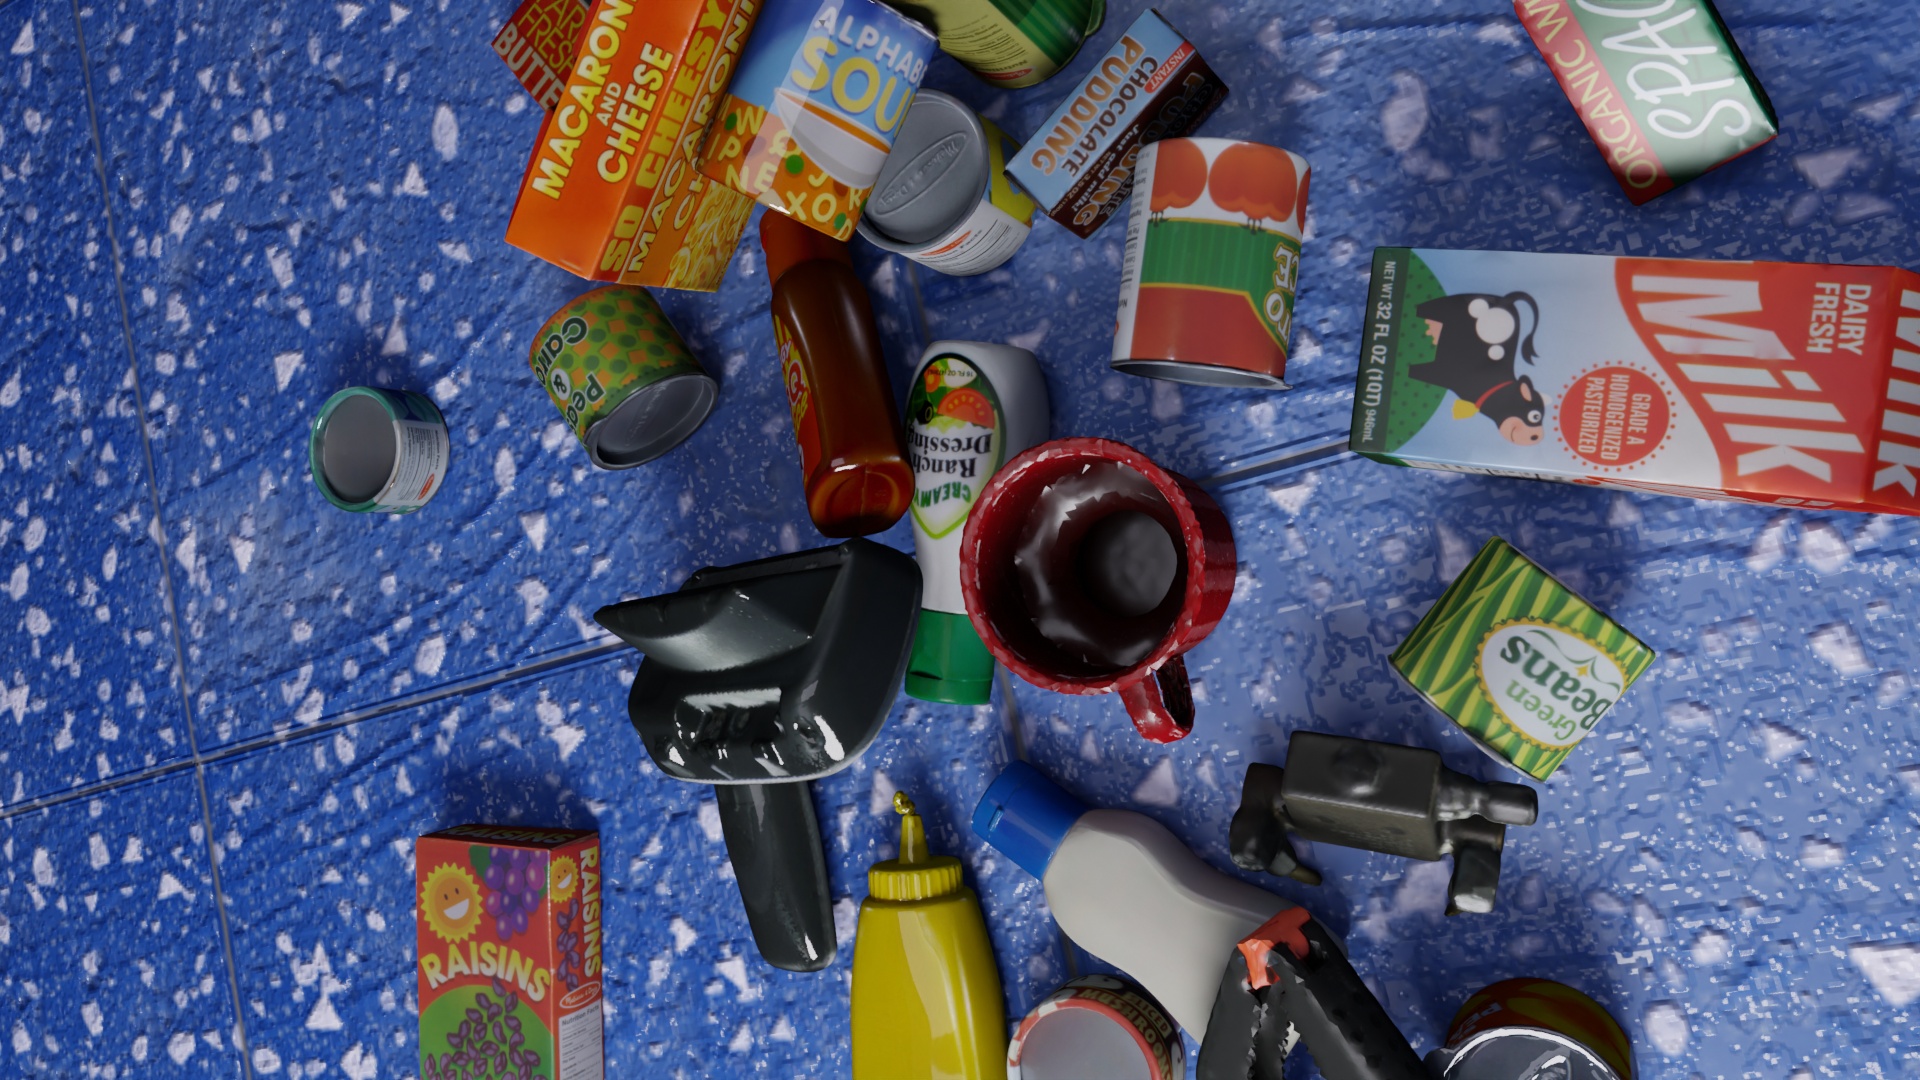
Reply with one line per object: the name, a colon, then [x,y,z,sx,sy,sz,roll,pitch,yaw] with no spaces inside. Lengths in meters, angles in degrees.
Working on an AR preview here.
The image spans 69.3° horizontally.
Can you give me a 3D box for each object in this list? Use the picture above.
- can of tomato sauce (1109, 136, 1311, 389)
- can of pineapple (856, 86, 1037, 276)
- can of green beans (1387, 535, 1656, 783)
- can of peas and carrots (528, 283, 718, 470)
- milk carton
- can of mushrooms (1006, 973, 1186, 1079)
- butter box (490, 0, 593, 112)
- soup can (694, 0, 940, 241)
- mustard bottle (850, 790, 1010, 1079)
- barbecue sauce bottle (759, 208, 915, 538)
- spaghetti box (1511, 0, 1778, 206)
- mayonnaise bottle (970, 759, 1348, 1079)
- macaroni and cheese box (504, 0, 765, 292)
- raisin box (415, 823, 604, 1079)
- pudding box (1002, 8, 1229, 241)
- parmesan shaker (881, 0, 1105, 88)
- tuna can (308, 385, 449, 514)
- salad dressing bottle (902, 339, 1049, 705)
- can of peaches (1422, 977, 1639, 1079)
can of tomato sauce: [0.096,-0.103,0.525,0.071,0.071,0.083,8,92,24]
can of pineapple: [-0.008,-0.148,0.576,0.071,0.058,0.071,0,89,24]
can of green beans: [0.192,0.040,0.479,0.071,0.071,0.057,41,105,19]
can of peas and carrots: [-0.156,-0.074,0.634,0.071,0.071,0.059,-42,73,18]
milk carton: [0.234,-0.052,0.458,0.190,0.073,0.072,9,93,24]
can of mushrooms: [0.056,0.209,0.555,0.071,0.033,0.071,0,89,25]
butter box: [-0.179,-0.224,0.672,0.053,0.024,0.103,-45,73,16]
soup can: [-0.053,-0.164,0.526,0.071,0.071,0.083,29,101,22]
mustard bottle: [-0.014,0.184,0.578,0.065,0.049,0.160,-6,86,24]
barbecue sauce bottle: [-0.055,-0.078,0.584,0.044,0.064,0.149,-8,62,-12]
spaghetti box: [0.182,-0.224,0.449,0.050,0.029,0.249,-28,103,38]
mayonnaise bottle: [0.073,0.141,0.545,0.148,0.041,0.064,33,109,22]
macaroni and cheese box: [-0.114,-0.165,0.563,0.040,0.167,0.123,26,100,2]
raisin box: [-0.218,0.203,0.674,0.086,0.040,0.123,-2,90,25]
pudding box: [0.062,-0.162,0.550,0.083,0.050,0.030,-45,71,16]
parmesan shaker: [0.008,-0.226,0.546,0.071,0.103,0.071,0,89,24]
tuna can: [-0.303,-0.047,0.720,0.071,0.033,0.071,0,89,24]
salad dressing bottle: [0.002,-0.007,0.576,0.064,0.044,0.147,7,92,36]
can of peaches: [0.196,0.190,0.479,0.071,0.058,0.071,0,90,25]
